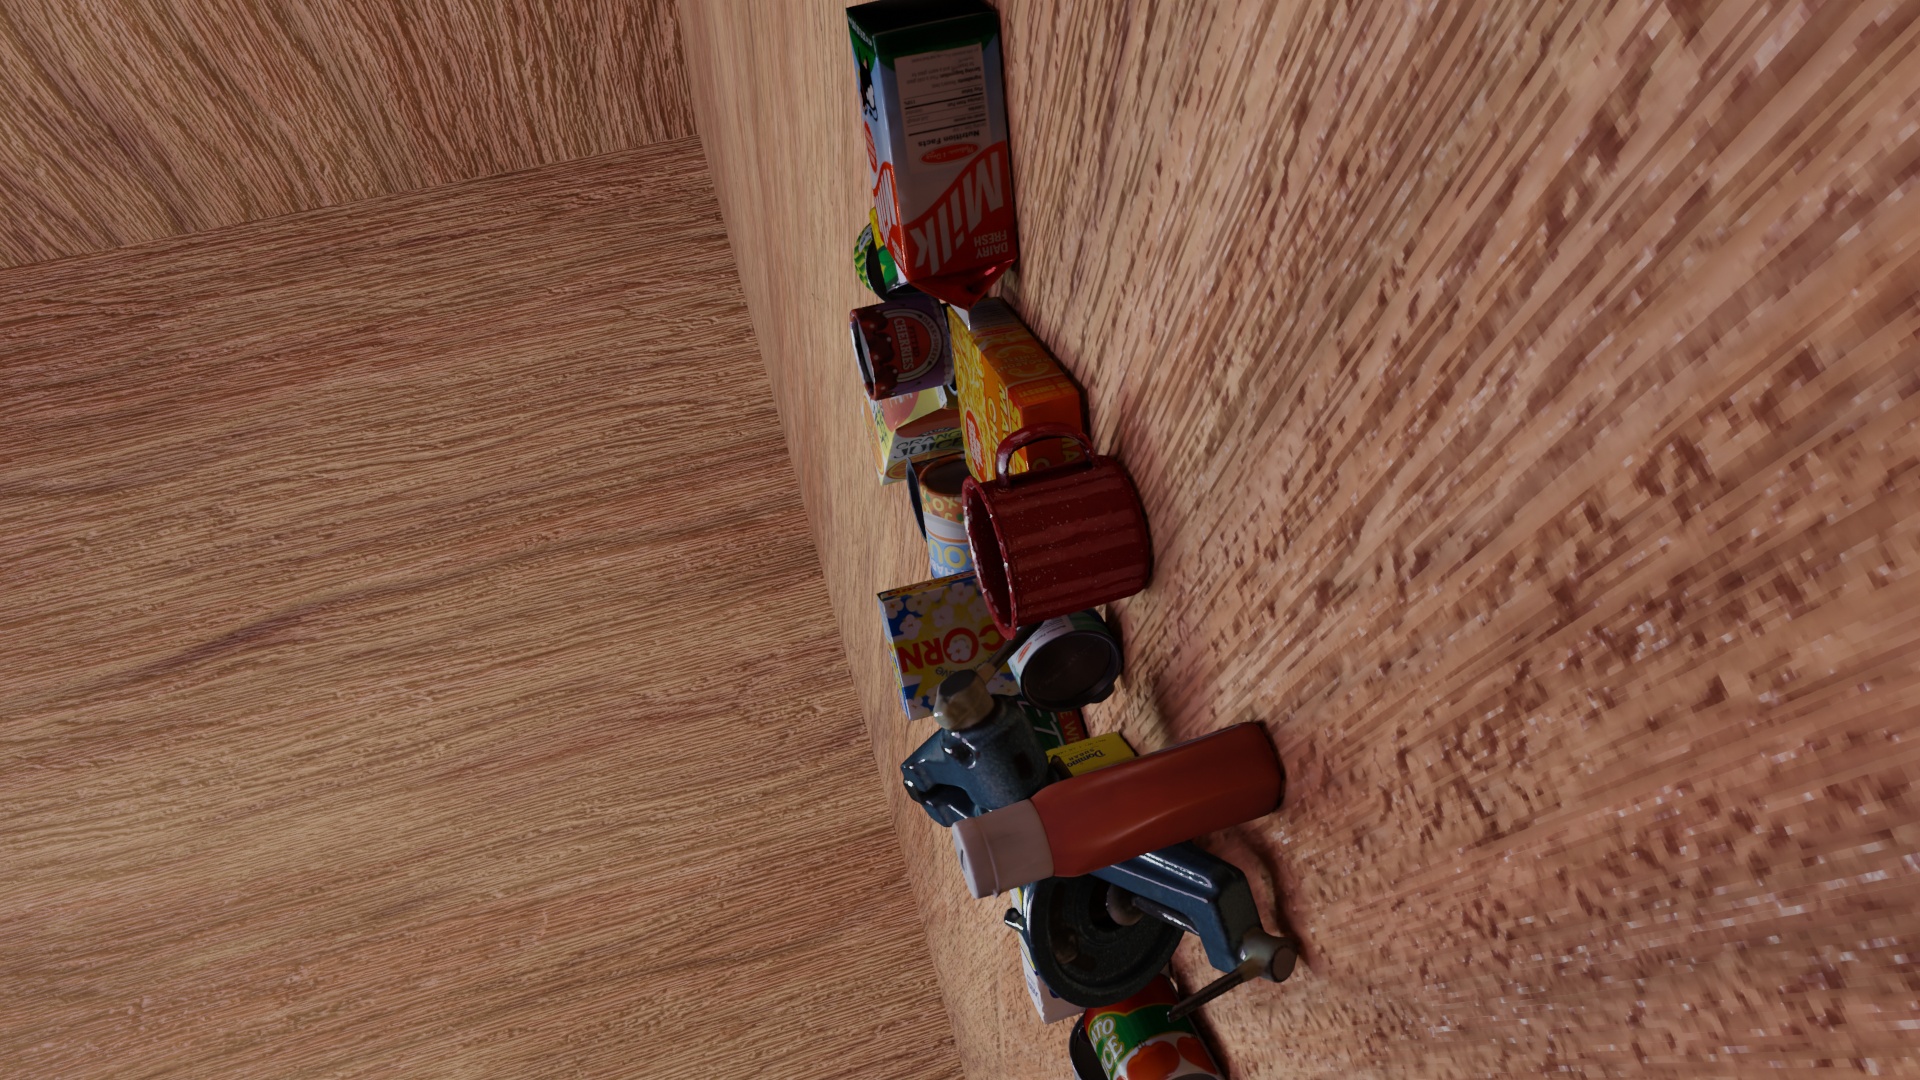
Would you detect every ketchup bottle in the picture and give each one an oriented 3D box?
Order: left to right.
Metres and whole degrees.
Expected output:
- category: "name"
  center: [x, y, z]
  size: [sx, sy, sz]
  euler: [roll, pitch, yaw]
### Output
- category: "ketchup bottle"
  center: [0.072, 0.127, 0.646]
  size: [0.064, 0.149, 0.044]
  euler: [97, 156, -63]

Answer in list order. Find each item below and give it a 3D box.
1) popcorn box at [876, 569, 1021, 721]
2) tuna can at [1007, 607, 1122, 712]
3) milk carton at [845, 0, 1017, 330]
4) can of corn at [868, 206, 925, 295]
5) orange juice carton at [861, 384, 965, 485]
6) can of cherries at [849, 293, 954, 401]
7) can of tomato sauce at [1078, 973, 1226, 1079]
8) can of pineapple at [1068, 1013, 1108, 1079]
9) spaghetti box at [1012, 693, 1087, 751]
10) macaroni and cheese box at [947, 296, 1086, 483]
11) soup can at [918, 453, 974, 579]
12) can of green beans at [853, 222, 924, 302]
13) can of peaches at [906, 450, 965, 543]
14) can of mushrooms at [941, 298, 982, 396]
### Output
- category: "popcorn box"
  center: [0.015, 0.063, 0.932]
  size: [0.038, 0.127, 0.085]
  euler: [-138, 35, -79]
- category: "tuna can"
  center: [0.065, 0.072, 0.855]
  size: [0.033, 0.071, 0.070]
  euler: [-115, 15, -50]
- category: "milk carton"
  center: [-0.014, -0.226, 0.842]
  size: [0.072, 0.073, 0.189]
  euler: [-119, 17, -54]
- category: "can of corn"
  center: [-0.025, -0.204, 0.955]
  size: [0.071, 0.071, 0.058]
  euler: [179, 78, -80]
- category: "orange juice carton"
  center: [-0.032, -0.110, 1.102]
  size: [0.192, 0.073, 0.072]
  euler: [116, 139, -74]
- category: "can of cherries"
  center: [-0.040, -0.134, 0.959]
  size: [0.071, 0.058, 0.071]
  euler: [168, 88, -79]
- category: "can of tomato sauce"
  center: [0.121, 0.328, 0.881]
  size: [0.083, 0.071, 0.071]
  euler: [-122, 20, -58]
- category: "can of pineapple"
  center: [0.114, 0.372, 0.990]
  size: [0.057, 0.071, 0.071]
  euler: [78, 171, -50]
- category: "spaghetti box"
  center: [0.067, 0.152, 0.992]
  size: [0.028, 0.050, 0.250]
  euler: [112, 143, -71]
- category: "macaroni and cheese box"
  center: [0.037, -0.068, 0.878]
  size: [0.167, 0.040, 0.123]
  euler: [-119, 18, -57]
- category: "soup can"
  center: [0.004, -0.013, 1.049]
  size: [0.071, 0.071, 0.083]
  euler: [-120, 19, -56]
- category: "can of green beans"
  center: [-0.044, -0.212, 1.050]
  size: [0.058, 0.071, 0.071]
  euler: [-129, 26, -68]
- category: "can of peaches"
  center: [-0.008, -0.039, 1.114]
  size: [0.071, 0.058, 0.071]
  euler: [168, 88, -80]
- category: "can of mushrooms"
  center: [0.005, -0.138, 0.978]
  size: [0.071, 0.033, 0.071]
  euler: [168, 88, -80]
